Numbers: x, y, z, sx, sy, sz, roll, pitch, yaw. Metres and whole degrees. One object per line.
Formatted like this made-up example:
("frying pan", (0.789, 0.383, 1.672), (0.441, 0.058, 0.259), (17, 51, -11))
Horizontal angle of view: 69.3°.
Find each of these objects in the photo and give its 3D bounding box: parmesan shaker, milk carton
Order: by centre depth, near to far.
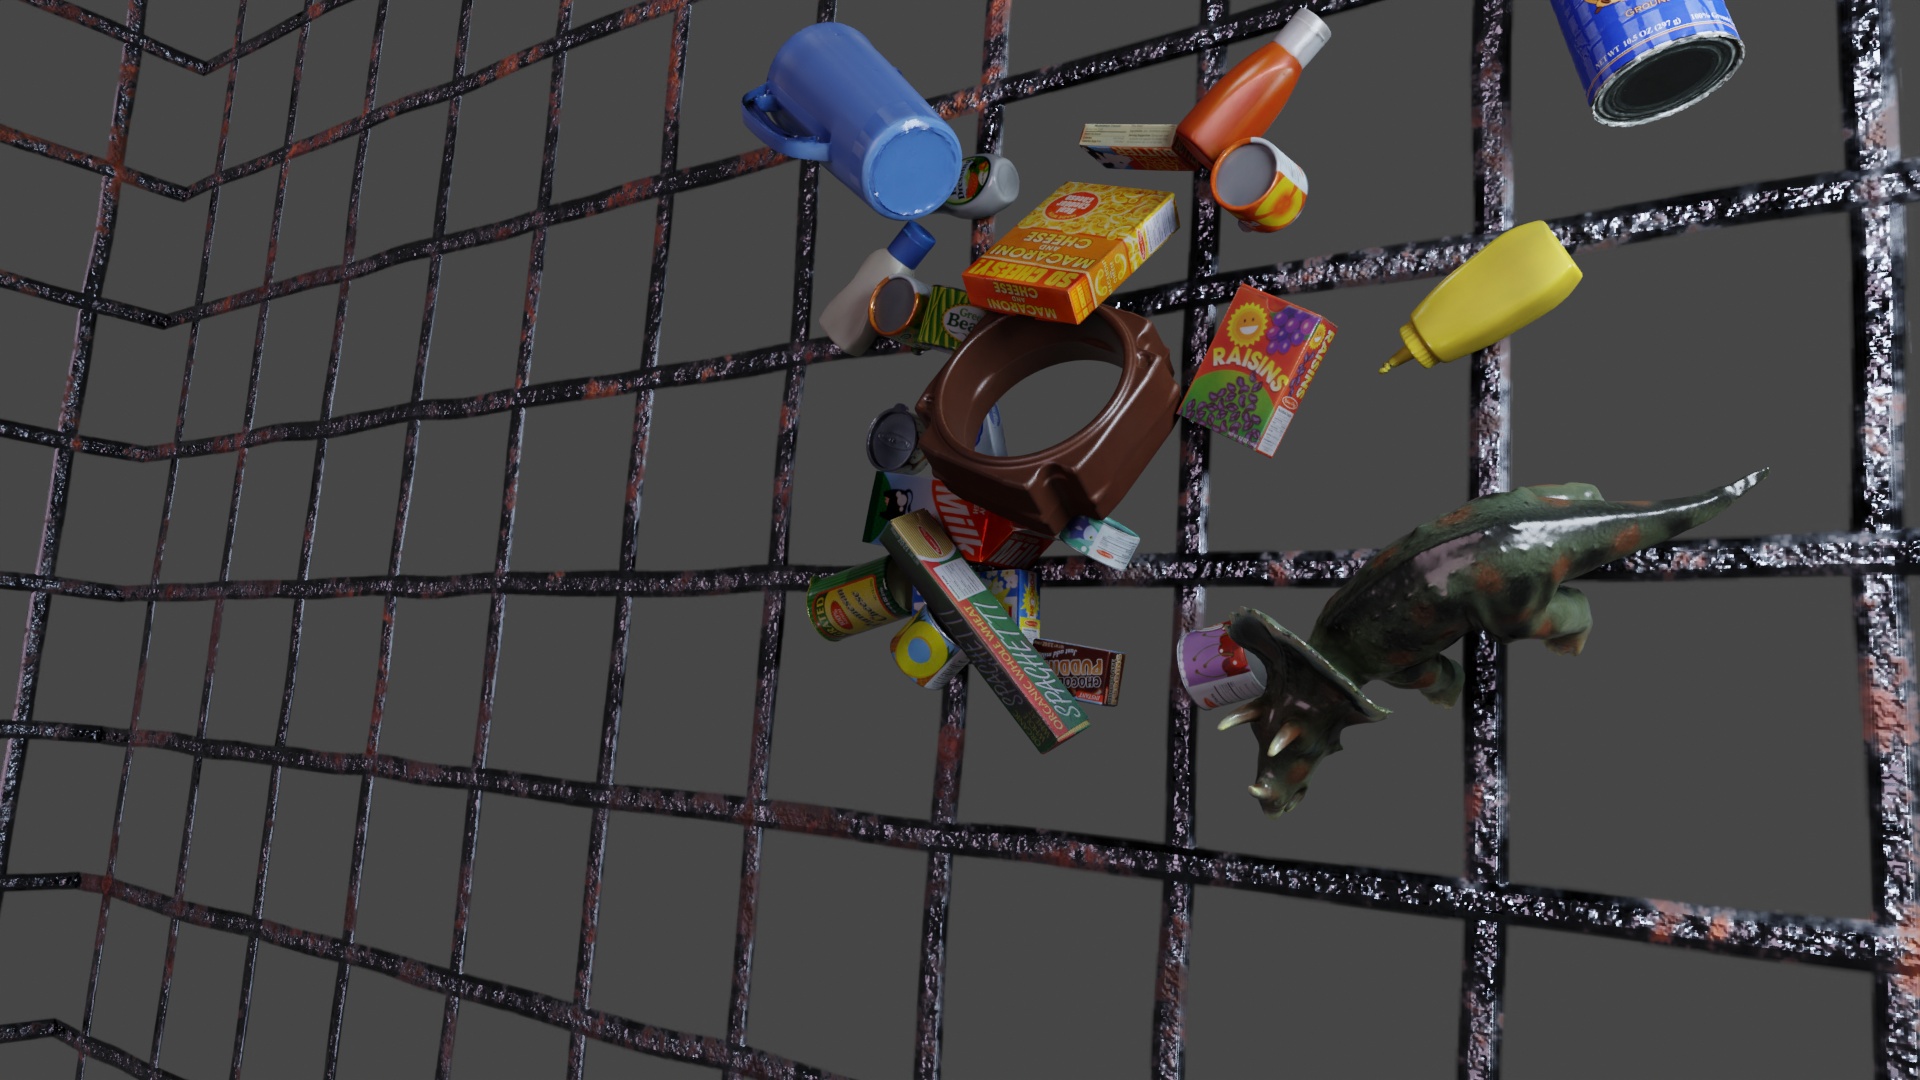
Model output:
("milk carton", (0.005, -0.016, 1.311), (0.190, 0.072, 0.073), (10, 88, 38))
("parmesan shaker", (-0.094, 0.053, 1.373), (0.103, 0.071, 0.071), (-20, 69, 33))

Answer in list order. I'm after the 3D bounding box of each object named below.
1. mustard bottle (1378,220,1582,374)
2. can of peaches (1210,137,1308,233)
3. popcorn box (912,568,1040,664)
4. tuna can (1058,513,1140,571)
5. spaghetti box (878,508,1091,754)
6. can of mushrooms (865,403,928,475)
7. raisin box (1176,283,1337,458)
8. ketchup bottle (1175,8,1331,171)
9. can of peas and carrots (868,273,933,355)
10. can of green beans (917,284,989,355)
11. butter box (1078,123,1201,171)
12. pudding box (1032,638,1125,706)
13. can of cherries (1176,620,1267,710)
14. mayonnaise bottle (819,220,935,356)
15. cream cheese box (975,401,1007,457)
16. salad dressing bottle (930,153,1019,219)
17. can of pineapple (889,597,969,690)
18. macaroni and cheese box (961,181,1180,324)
("mustard bottle", (0.390, -0.176, 1.066), (0.159, 0.049, 0.065), (-35, 61, 28))
("can of peaches", (0.254, -0.302, 1.189), (0.071, 0.058, 0.071), (-8, 76, 35))
("popcorn box", (0.014, 0.074, 1.307), (0.126, 0.038, 0.085), (-5, 79, 36))
("tuna can", (0.122, -0.004, 1.225), (0.071, 0.071, 0.032), (34, 102, 37))
("spaghetti box", (0.020, 0.078, 1.230), (0.250, 0.050, 0.028), (52, 131, 16))
("can of mushrooms", (-0.059, -0.101, 1.402), (0.071, 0.033, 0.071), (-8, 76, 37))
("raisin box", (0.249, -0.143, 1.172), (0.086, 0.040, 0.123), (32, 100, 38))
("ketchup bottle", (0.257, -0.391, 1.204), (0.148, 0.064, 0.044), (-48, 41, 10))
("can of peas and carrots", (-0.052, -0.229, 1.406), (0.071, 0.059, 0.071), (-9, 76, 36))
("can of green beans", (-0.004, -0.213, 1.361), (0.071, 0.071, 0.058), (17, 92, 38))
("butter box", (0.165, -0.360, 1.271), (0.103, 0.053, 0.024), (14, 87, 38))
("pudding box", (0.102, 0.117, 1.237), (0.083, 0.030, 0.049), (7, 87, 38))
("can of cherries", (0.217, 0.097, 1.130), (0.058, 0.071, 0.071), (-22, 69, 32))
("mayonnaise bottle", (-0.084, -0.265, 1.450), (0.147, 0.041, 0.065), (-49, 58, 18))
("cream cheese box", (0.012, -0.116, 1.356), (0.053, 0.024, 0.104), (-21, 69, 32))
("salad dressing bottle", (-0.012, -0.353, 1.410), (0.147, 0.044, 0.064), (-1, 75, 38))
("can of pineapple", (-0.023, 0.092, 1.264), (0.057, 0.071, 0.071), (-47, 57, 23))
("macaroni and cheese box", (0.101, -0.260, 1.248), (0.124, 0.040, 0.167), (17, 51, 38))
